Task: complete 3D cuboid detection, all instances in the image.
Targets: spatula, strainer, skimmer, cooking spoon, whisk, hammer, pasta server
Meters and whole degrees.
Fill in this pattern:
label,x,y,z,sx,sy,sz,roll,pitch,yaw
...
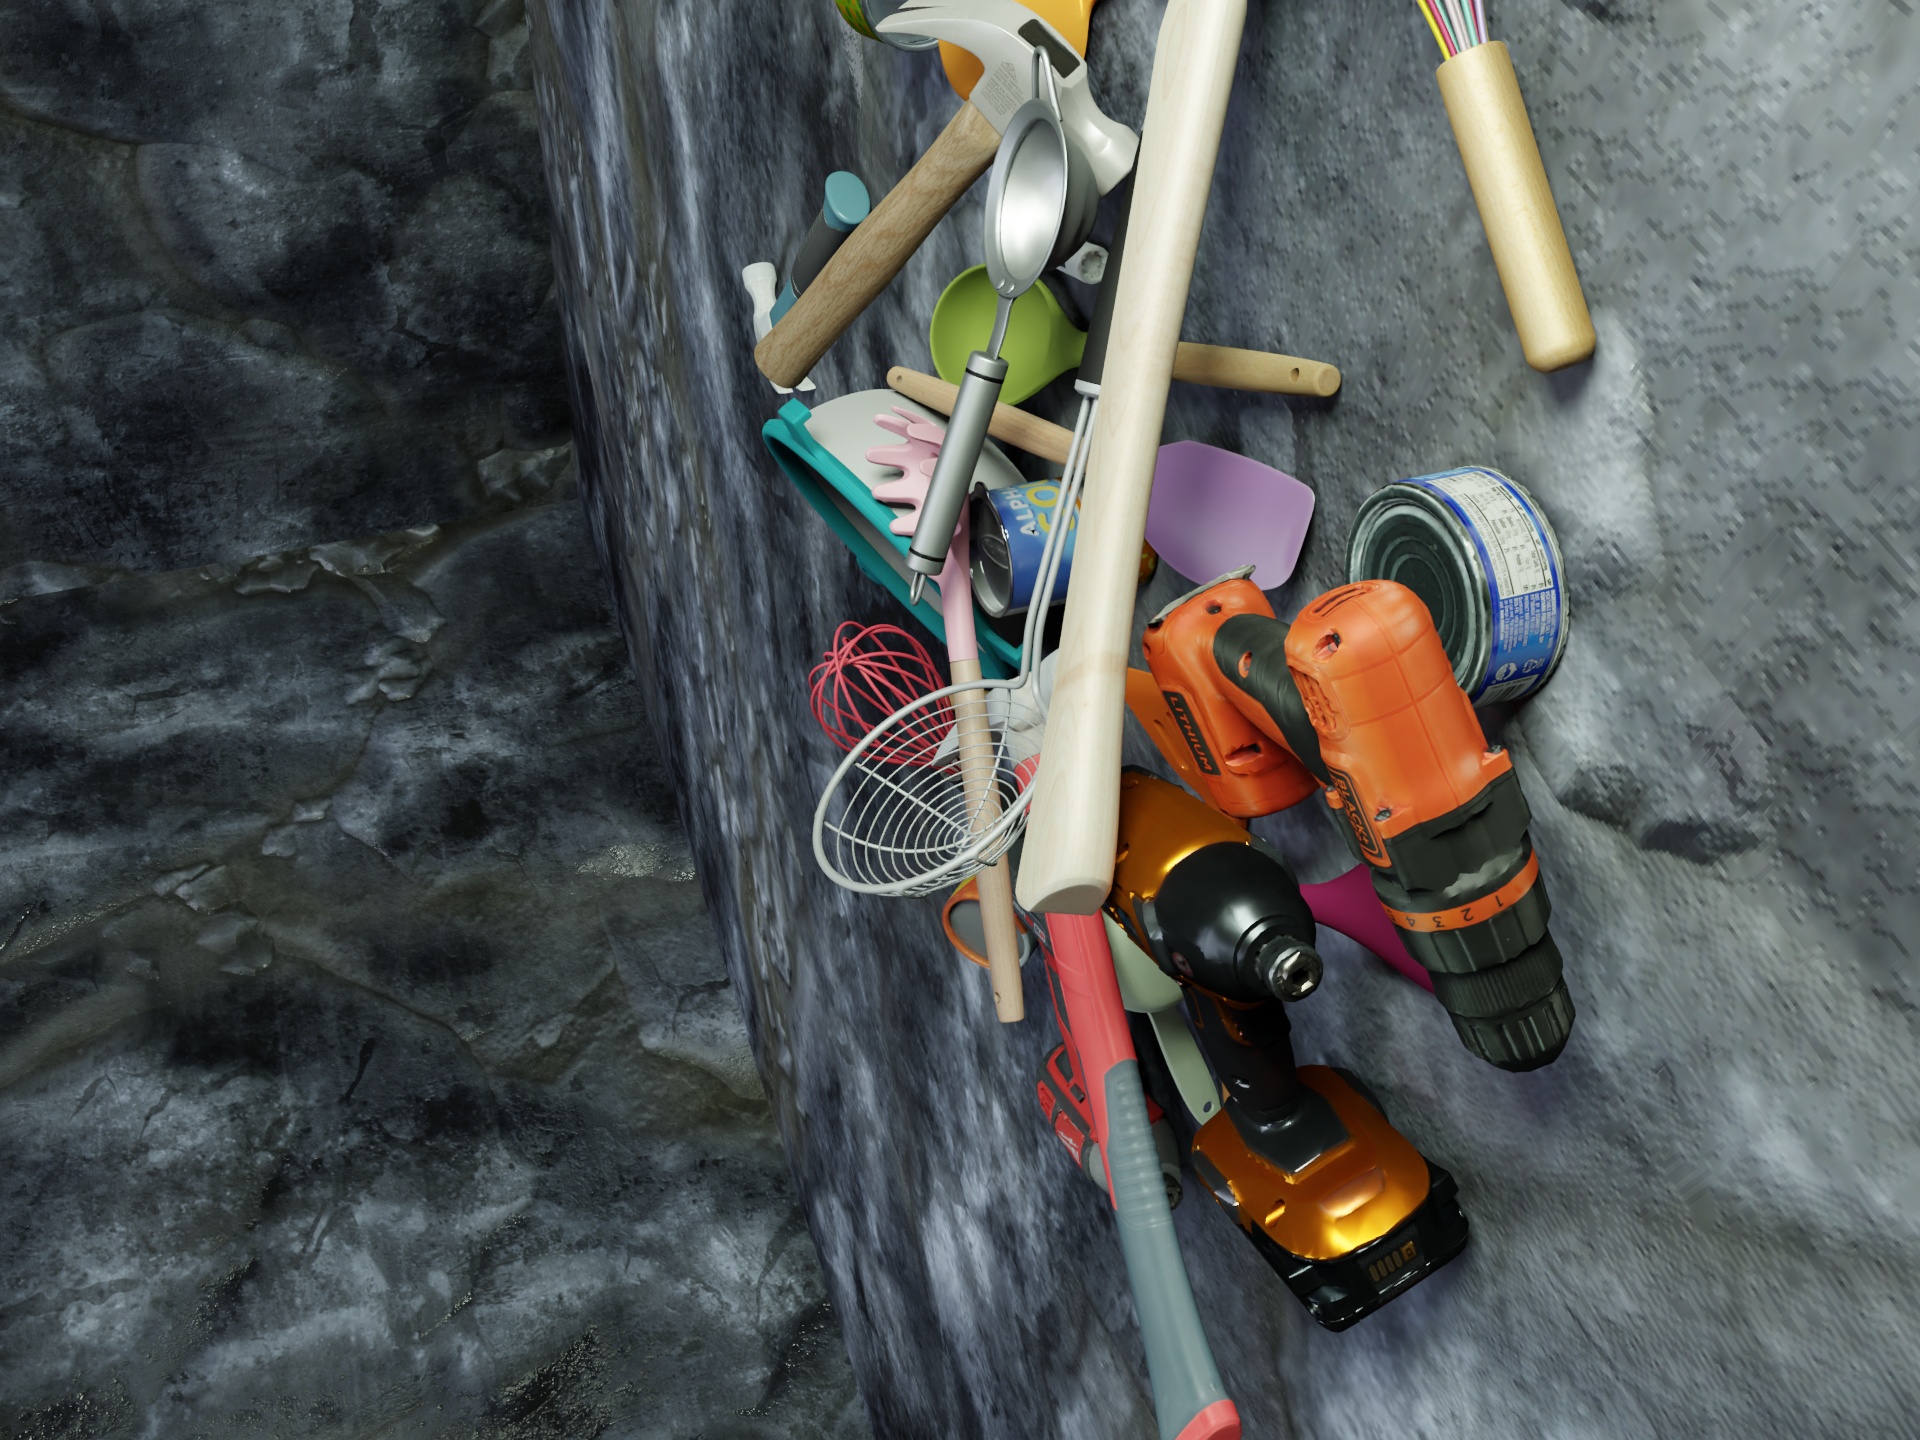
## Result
label,x,y,z,sx,sy,sz,roll,pitch,yaw
spatula,0.130,0.122,0.812,0.081,0.041,0.322,24,127,55
strainer,-0.020,-0.128,1.006,0.211,0.095,0.340,46,178,-6
skimmer,0.022,-0.093,0.710,0.127,0.090,0.363,34,113,54
cooking spoon,0.136,0.079,0.721,0.319,0.017,0.068,2,105,61
whisk,-0.011,0.020,0.963,0.295,0.073,0.073,44,-161,-57
hammer,-0.125,-0.357,1.278,0.331,0.033,0.128,163,95,-73
spatula,0.052,-0.132,0.782,0.316,0.018,0.059,35,114,47
hammer,0.065,-0.128,0.627,0.146,0.038,0.410,-155,73,-70
hammer,0.064,0.167,0.796,0.143,0.038,0.387,-38,60,55
pasta server,-0.001,-0.003,0.810,0.060,0.040,0.316,-10,88,63
strainer,0.016,-0.172,0.737,0.087,0.050,0.258,53,129,57
hammer,-0.038,-0.261,0.847,0.130,0.031,0.331,47,149,-10
whisk,0.148,-0.225,0.497,0.051,0.047,0.245,159,94,-72

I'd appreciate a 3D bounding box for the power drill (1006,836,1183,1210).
label,x,y,z,sx,sy,sz,roll,pitch,yaw
power drill,0.084,0.181,0.948,0.143,0.078,0.219,-136,33,-62

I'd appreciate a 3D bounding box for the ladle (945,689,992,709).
label,x,y,z,sx,sy,sz,roll,pitch,yaw
ladle,0.022,-0.011,1.046,0.315,0.069,0.031,-171,68,-78

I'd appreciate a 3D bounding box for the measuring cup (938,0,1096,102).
label,x,y,z,sx,sy,sz,roll,pitch,yaw
measuring cup,0.035,-0.341,0.742,0.174,0.052,0.095,-160,62,-71

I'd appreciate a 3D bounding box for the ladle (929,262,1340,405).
label,x,y,z,sx,sy,sz,roll,pitch,yaw
ladle,0.071,-0.176,0.759,0.320,0.062,0.078,-146,63,-62

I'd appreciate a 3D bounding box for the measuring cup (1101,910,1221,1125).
label,x,y,z,sx,sy,sz,roll,pitch,yaw
measuring cup,0.117,0.157,0.859,0.038,0.083,0.167,10,128,62

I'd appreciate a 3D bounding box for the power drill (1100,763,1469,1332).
label,x,y,z,sx,sy,sz,roll,pitch,yaw
power drill,0.127,0.137,0.655,0.226,0.084,0.164,64,171,-21
